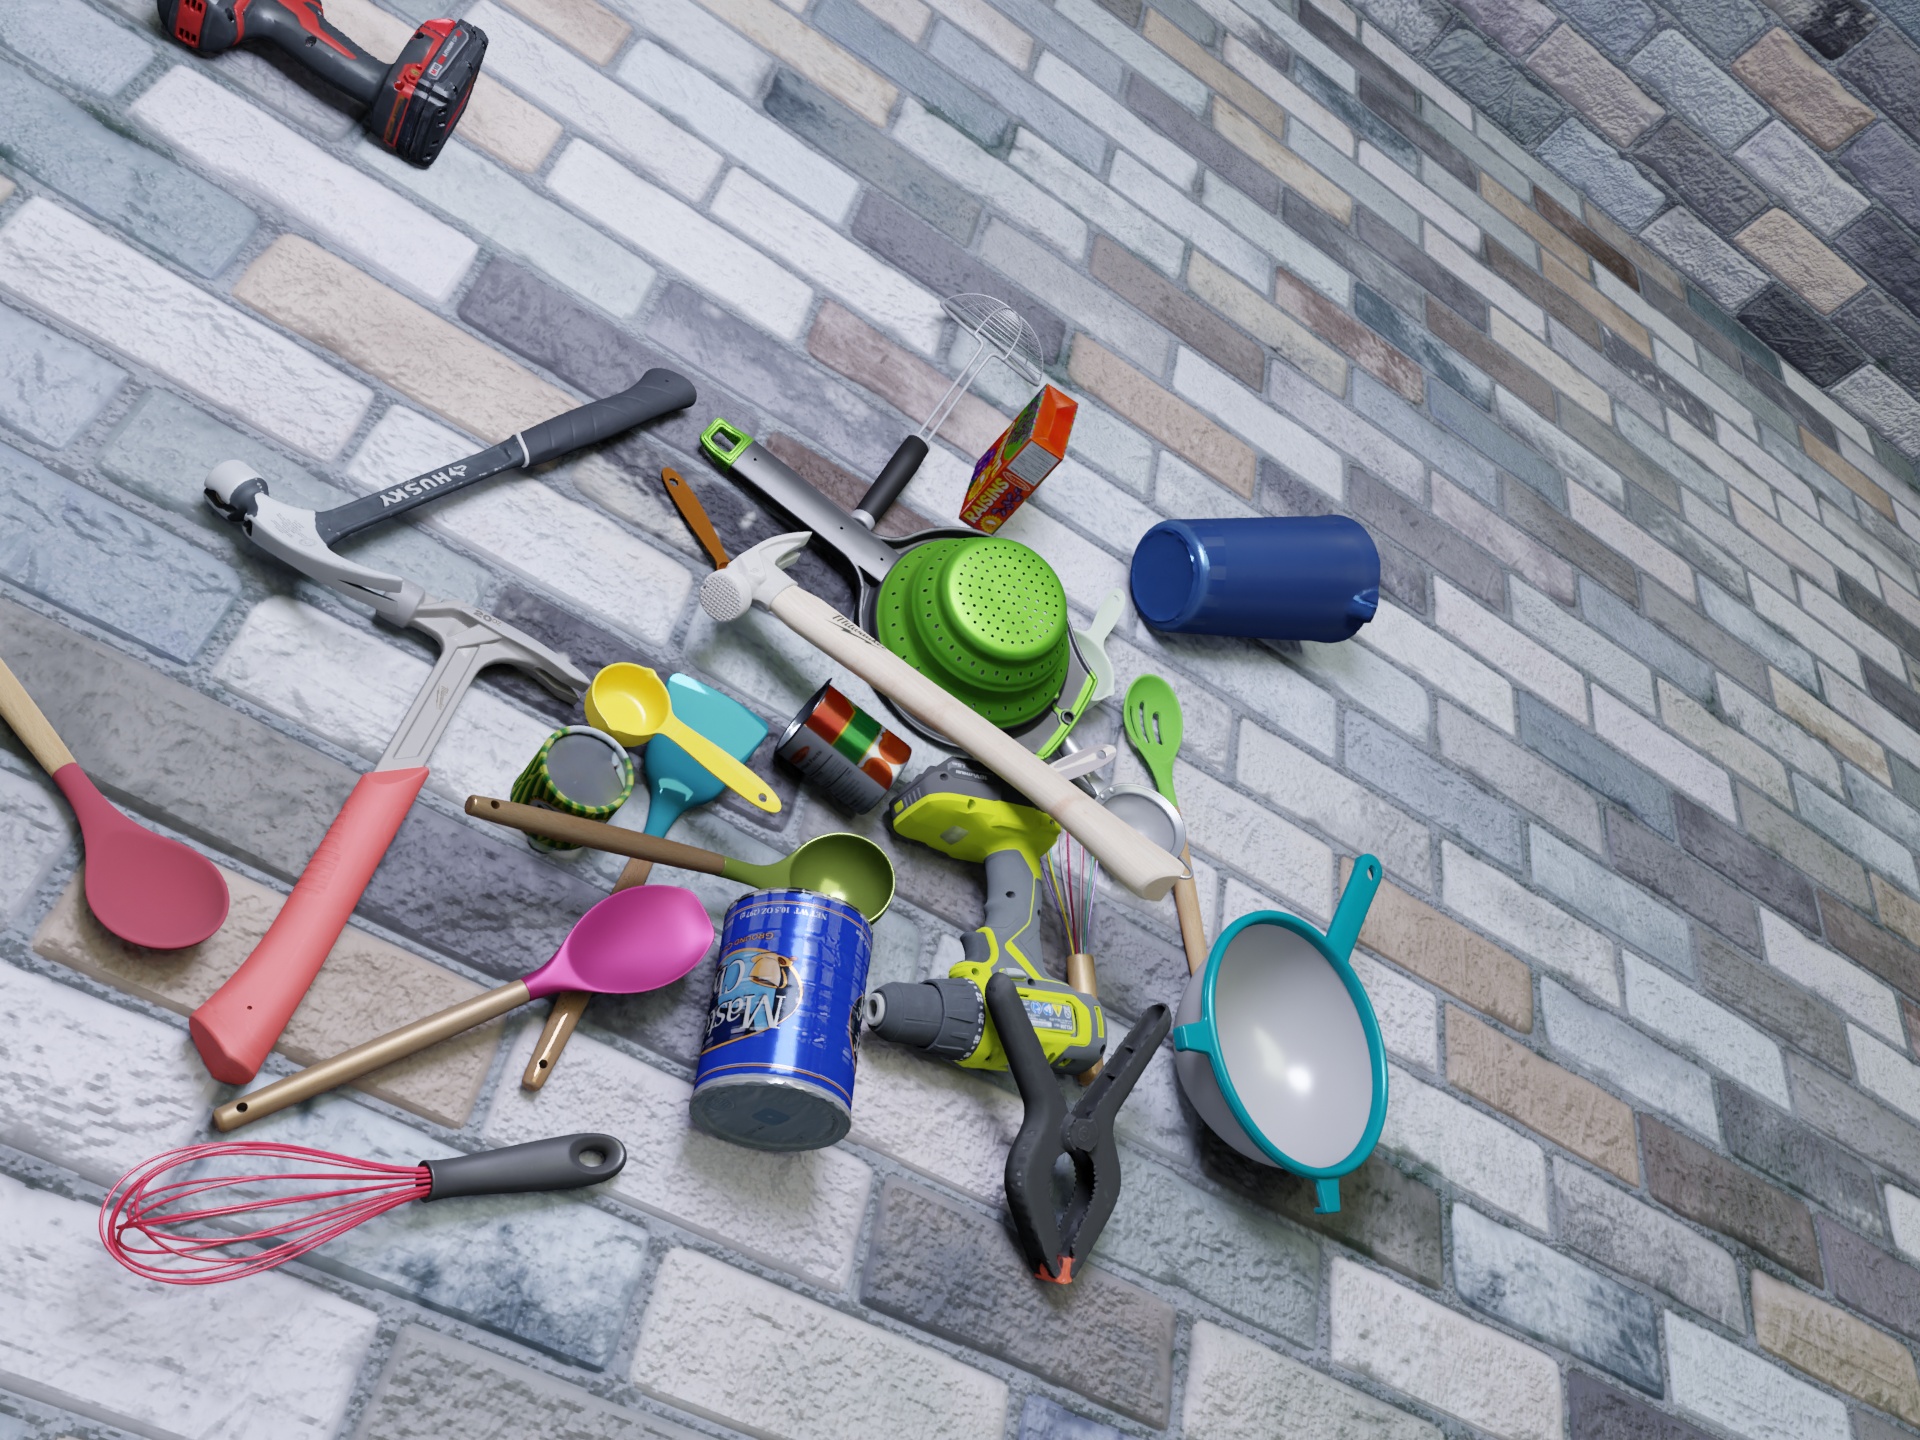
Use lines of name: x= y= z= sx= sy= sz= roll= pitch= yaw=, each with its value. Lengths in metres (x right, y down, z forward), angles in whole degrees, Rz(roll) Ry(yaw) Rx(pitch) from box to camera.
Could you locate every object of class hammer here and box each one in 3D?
hammer: x=-0.002 y=-0.004 z=1.212 sx=0.410 sy=0.038 sz=0.146 roll=36 pitch=29 yaw=5
hammer: x=-0.335 y=-0.193 z=1.175 sx=0.149 sy=0.036 sz=0.409 roll=37 pitch=39 yaw=12
hammer: x=-0.359 y=0.066 z=0.990 sx=0.149 sy=0.036 sz=0.359 roll=31 pitch=46 yaw=-17

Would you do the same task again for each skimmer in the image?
skimmer: x=-0.024 y=-0.283 z=1.501 sx=0.127 sy=0.090 sz=0.363 roll=38 pitch=55 yaw=-10

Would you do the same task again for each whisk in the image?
whisk: x=-0.315 y=0.258 z=0.878 sx=0.295 sy=0.073 sz=0.073 roll=5 pitch=58 yaw=-43
whisk: x=0.097 y=0.168 z=1.265 sx=0.047 sy=0.051 sz=0.245 roll=37 pitch=42 yaw=-51

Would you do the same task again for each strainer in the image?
strainer: x=0.107 y=0.042 z=1.366 sx=0.087 sy=0.050 sz=0.258 roll=-28 pitch=74 yaw=-34
strainer: x=0.267 y=0.230 z=1.313 sx=0.211 sy=0.095 sz=0.340 roll=50 pitch=44 yaw=-10

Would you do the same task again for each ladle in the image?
ladle: x=-0.175 y=0.085 z=1.055 sx=0.320 sy=0.062 sz=0.078 roll=20 pitch=46 yaw=-41
ladle: x=-0.528 y=0.008 z=0.907 sx=0.315 sy=0.031 sz=0.069 roll=50 pitch=41 yaw=5

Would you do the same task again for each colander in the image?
colander: x=-0.042 y=-0.134 z=1.309 sx=0.397 sy=0.094 sz=0.204 roll=38 pitch=59 yaw=-4

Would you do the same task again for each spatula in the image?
spatula: x=-0.220 y=0.105 z=1.065 sx=0.082 sy=0.044 sz=0.318 roll=30 pitch=47 yaw=-13

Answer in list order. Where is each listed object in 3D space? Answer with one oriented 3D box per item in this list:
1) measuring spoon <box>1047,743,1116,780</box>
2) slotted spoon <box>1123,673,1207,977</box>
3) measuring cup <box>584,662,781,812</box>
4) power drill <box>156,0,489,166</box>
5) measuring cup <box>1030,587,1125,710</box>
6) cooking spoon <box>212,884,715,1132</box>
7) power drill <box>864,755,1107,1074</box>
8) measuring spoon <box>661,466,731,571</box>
measuring spoon: x=0.078 y=0.047 z=1.333 sx=0.124 sy=0.018 sz=0.034 roll=-21 pitch=76 yaw=-25
slotted spoon: x=0.187 y=0.101 z=1.396 sx=0.070 sy=0.031 sz=0.314 roll=12 pitch=56 yaw=-31
measuring cup: x=-0.193 y=0.021 z=1.104 sx=0.156 sy=0.029 sz=0.062 roll=38 pitch=46 yaw=-13
power drill: x=-0.509 y=-0.573 z=1.298 sx=0.226 sy=0.080 sz=0.188 roll=24 pitch=48 yaw=-19
measuring cup: x=0.113 y=-0.068 z=1.450 sx=0.083 sy=0.038 sz=0.168 roll=41 pitch=42 yaw=-7
cooking spoon: x=-0.287 y=0.173 z=0.961 sx=0.319 sy=0.017 sz=0.069 roll=-21 pitch=75 yaw=-38
power drill: x=0.010 y=0.149 z=1.190 sx=0.190 sy=0.080 sz=0.229 roll=14 pitch=56 yaw=-32
measuring spoon: x=-0.212 y=-0.157 z=1.282 sx=0.021 sy=0.011 sz=0.117 roll=-17 pitch=69 yaw=-44
